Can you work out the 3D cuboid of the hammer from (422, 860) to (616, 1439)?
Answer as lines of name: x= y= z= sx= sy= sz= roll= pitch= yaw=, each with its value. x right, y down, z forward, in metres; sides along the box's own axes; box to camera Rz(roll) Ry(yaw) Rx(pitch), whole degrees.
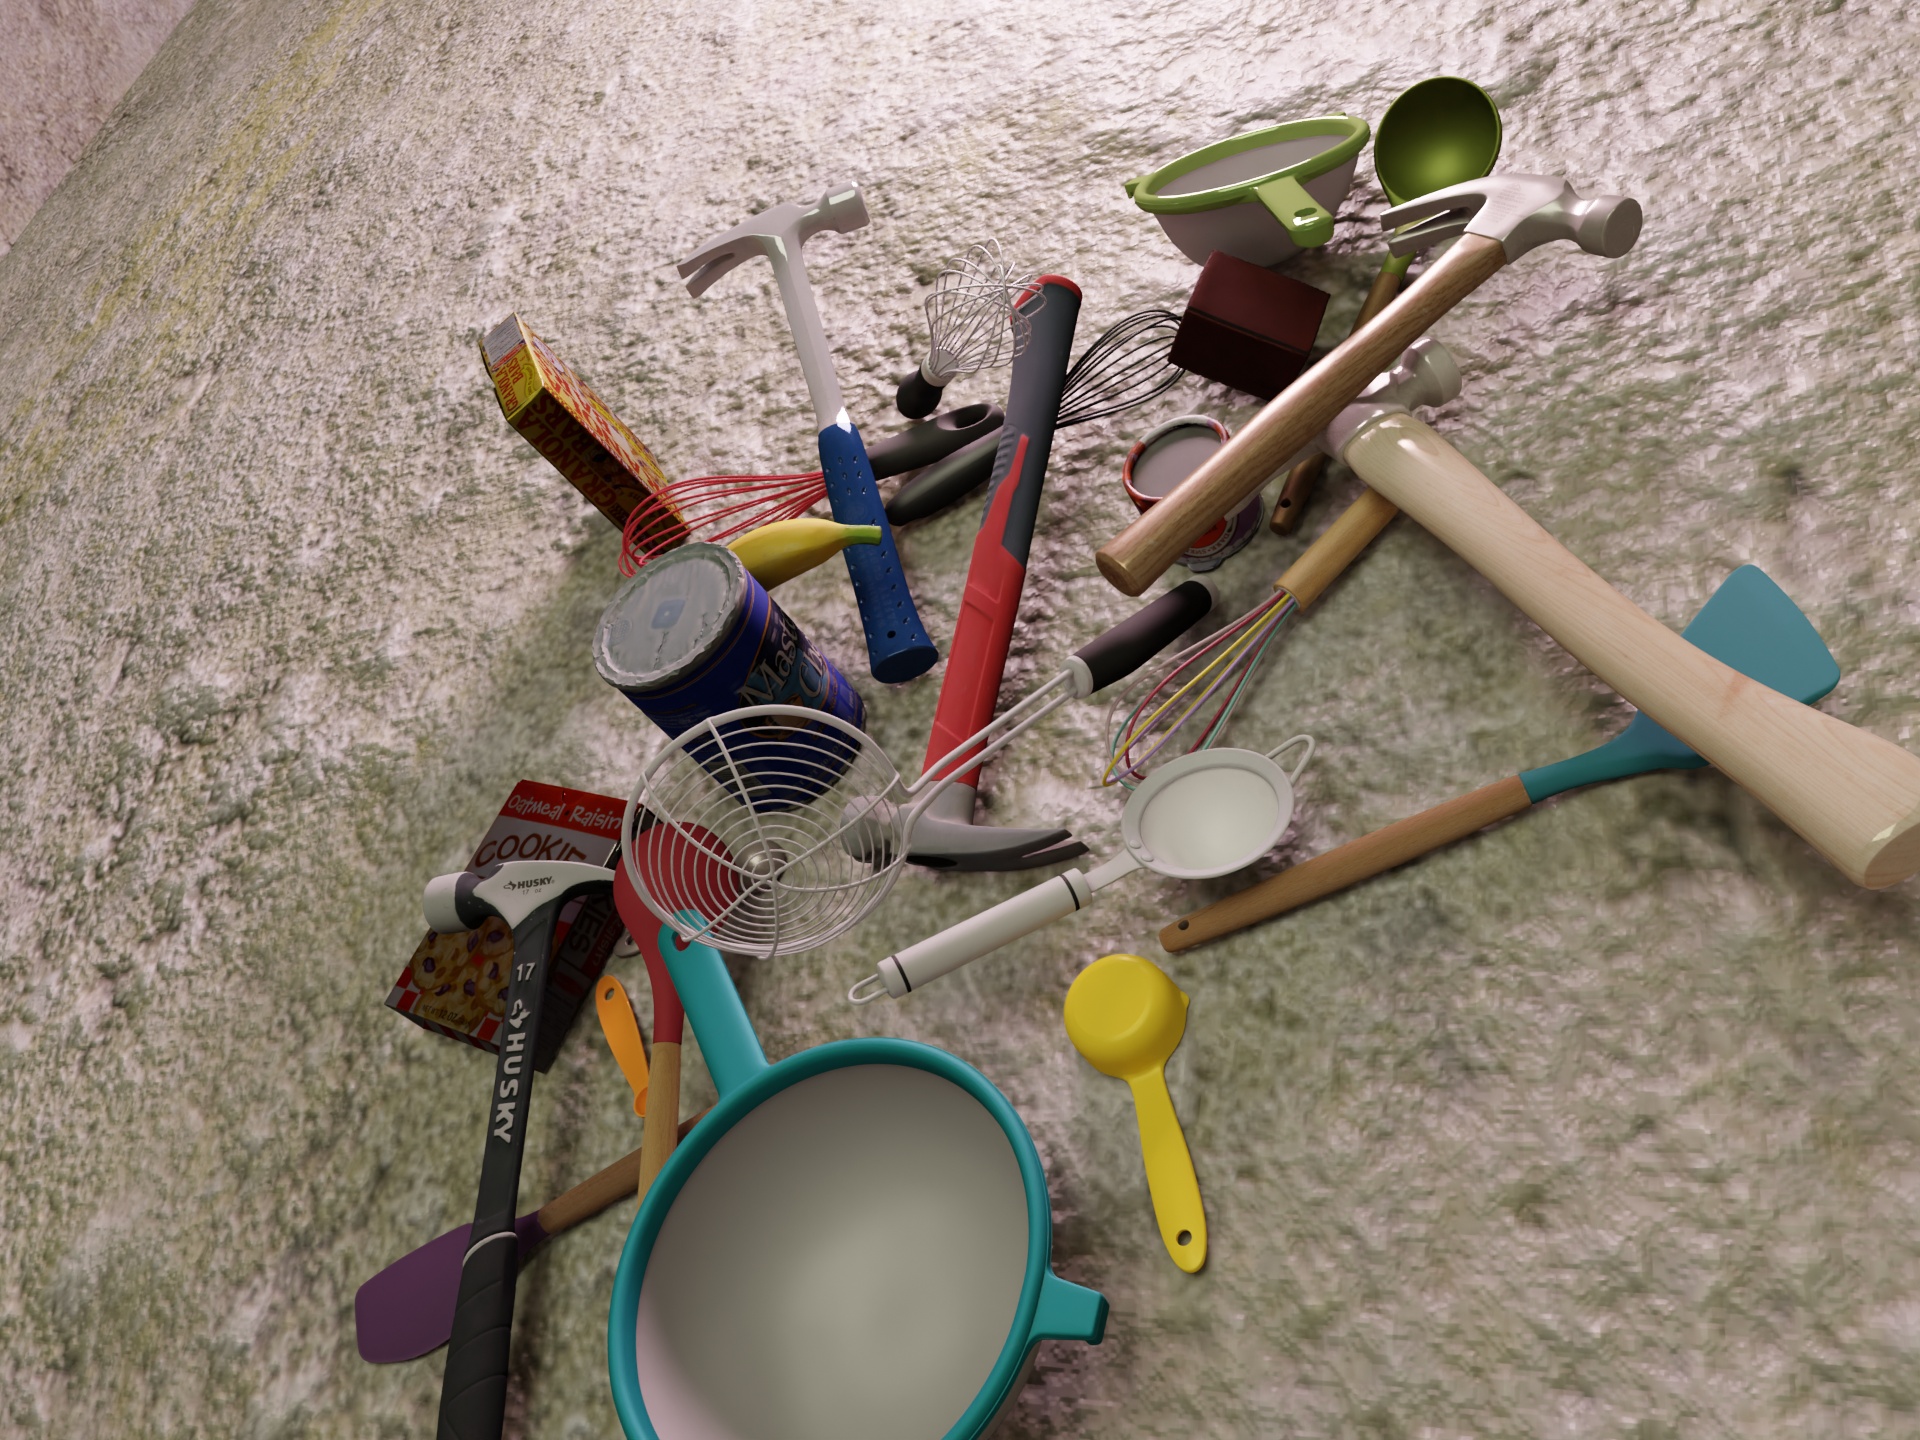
hammer: x=-0.240 y=0.259 z=0.839 sx=0.149 sy=0.036 sz=0.409 roll=-10 pitch=58 yaw=15

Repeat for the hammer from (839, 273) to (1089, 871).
hammer: x=0.037 y=-0.098 z=0.929 sx=0.143 sy=0.038 sz=0.386 roll=-1 pitch=65 yaw=31

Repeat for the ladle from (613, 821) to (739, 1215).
ladle: x=-0.157 y=0.196 z=0.834 sx=0.069 sy=0.031 sz=0.316 roll=2 pitch=65 yaw=-6

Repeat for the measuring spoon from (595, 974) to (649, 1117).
measuring spoon: x=-0.190 y=0.186 z=0.914 sx=0.021 sy=0.011 sz=0.117 roll=-40 pitch=41 yaw=1

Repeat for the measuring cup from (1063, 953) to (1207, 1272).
measuring cup: x=0.084 y=0.174 z=0.727 sx=0.062 sy=0.029 sz=0.157 roll=-26 pitch=44 yaw=14

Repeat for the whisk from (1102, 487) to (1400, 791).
whisk: x=0.161 y=-0.051 z=0.846 sx=0.245 sy=0.047 sz=0.051 roll=-45 pitch=43 yaw=-10

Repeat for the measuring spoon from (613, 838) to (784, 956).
measuring spoon: x=-0.160 y=0.106 z=0.949 sx=0.124 sy=0.018 sz=0.034 roll=-31 pitch=45 yaw=10

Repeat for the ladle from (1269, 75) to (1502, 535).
ladle: x=0.242 y=-0.249 z=0.940 sx=0.078 sy=0.062 sz=0.320 roll=15 pitch=68 yaw=31

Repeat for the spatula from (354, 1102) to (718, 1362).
spatula: x=-0.202 y=0.260 z=0.856 sx=0.316 sy=0.018 sz=0.060 roll=-32 pitch=52 yaw=9

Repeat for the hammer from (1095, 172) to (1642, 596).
hammer: x=0.200 y=-0.183 z=0.849 sx=0.331 sy=0.031 sz=0.130 roll=-41 pitch=40 yaw=-9

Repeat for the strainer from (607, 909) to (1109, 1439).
strainer: x=-0.068 y=0.220 z=0.748 sx=0.211 sy=0.095 sz=0.341 roll=-36 pitch=42 yaw=0

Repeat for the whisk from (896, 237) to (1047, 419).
whisk: x=-0.006 y=-0.231 z=0.996 sx=0.070 sy=0.070 sz=0.284 roll=-49 pitch=8 yaw=-9

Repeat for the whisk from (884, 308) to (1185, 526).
whisk: x=0.050 y=-0.191 z=1.028 sx=0.239 sy=0.055 sz=0.055 roll=-30 pitch=45 yaw=16

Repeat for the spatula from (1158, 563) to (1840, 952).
spatula: x=0.231 y=0.035 z=0.731 sx=0.317 sy=0.044 sz=0.082 roll=-26 pitch=41 yaw=15

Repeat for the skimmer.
skimmer: x=-0.001 y=-0.003 z=0.796 sx=0.090 sy=0.127 sz=0.363 roll=14 pitch=35 yaw=39

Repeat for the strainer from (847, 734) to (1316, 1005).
strainer: x=0.063 y=0.079 z=0.771 sx=0.258 sy=0.050 sz=0.087 roll=-24 pitch=37 yaw=-11

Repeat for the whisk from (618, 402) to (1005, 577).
whisk: x=-0.108 y=-0.160 z=1.102 sx=0.296 sy=0.073 sz=0.073 roll=-19 pitch=48 yaw=12

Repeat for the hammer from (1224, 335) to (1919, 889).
hammer: x=0.263 y=-0.057 z=0.729 sx=0.146 sy=0.038 sz=0.411 roll=-31 pitch=39 yaw=1

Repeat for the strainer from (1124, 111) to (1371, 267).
strainer: x=0.193 y=-0.304 z=0.973 sx=0.151 sy=0.069 sz=0.257 roll=-16 pitch=29 yaw=7

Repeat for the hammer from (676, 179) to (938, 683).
hammer: x=-0.091 y=-0.199 z=1.066 sx=0.144 sy=0.035 sz=0.406 roll=-19 pitch=60 yaw=4
